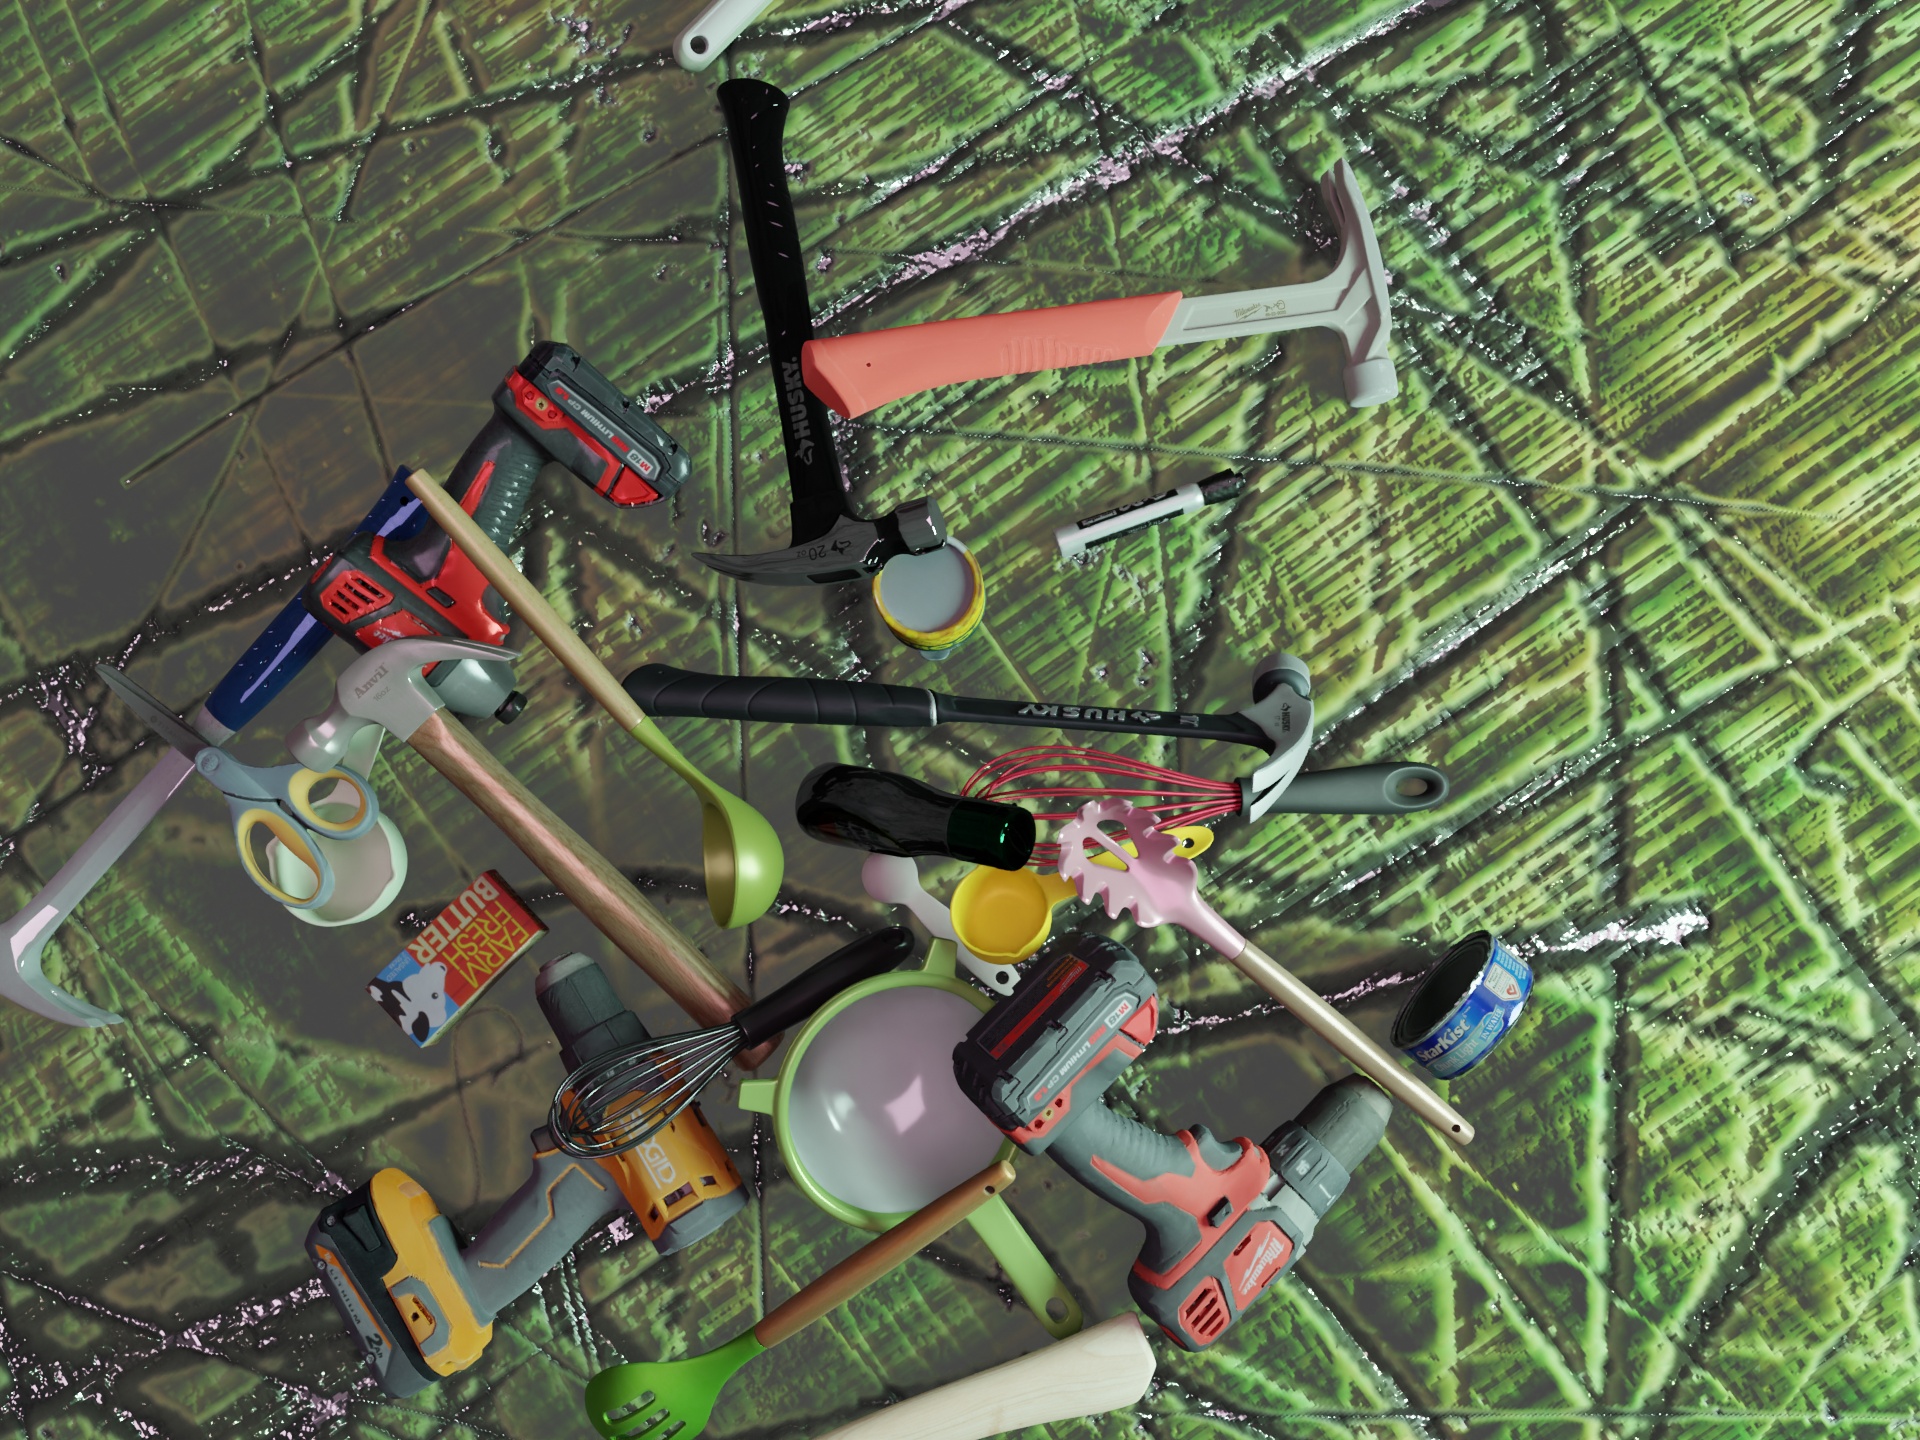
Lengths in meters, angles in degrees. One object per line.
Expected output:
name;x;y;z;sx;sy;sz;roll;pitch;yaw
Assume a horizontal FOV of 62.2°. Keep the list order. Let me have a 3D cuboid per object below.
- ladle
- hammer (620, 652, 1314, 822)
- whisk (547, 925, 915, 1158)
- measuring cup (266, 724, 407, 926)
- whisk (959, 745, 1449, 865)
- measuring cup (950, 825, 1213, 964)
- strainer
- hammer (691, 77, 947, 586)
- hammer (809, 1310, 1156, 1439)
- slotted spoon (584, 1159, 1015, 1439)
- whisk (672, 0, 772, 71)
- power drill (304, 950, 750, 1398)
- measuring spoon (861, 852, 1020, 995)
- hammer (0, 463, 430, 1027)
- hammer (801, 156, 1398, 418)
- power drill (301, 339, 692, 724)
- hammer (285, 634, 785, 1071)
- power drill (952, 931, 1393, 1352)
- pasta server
ladle;-0.214;-0.010;0.917;0.062;0.078;0.320;-44;103;-19
hammer;-0.001;-0.003;0.930;0.409;0.149;0.036;3;118;9
whisk;-0.126;0.178;0.916;0.239;0.055;0.055;-27;85;-25
measuring cup;-0.367;0.043;0.976;0.083;0.038;0.168;12;82;4
whisk;0.146;0.046;0.944;0.296;0.073;0.073;-3;86;-4
measuring cup;0.071;0.095;0.907;0.156;0.029;0.062;-19;60;-2
strainer;-0.009;0.257;0.938;0.151;0.069;0.256;-36;103;-10
hammer;-0.109;-0.239;0.959;0.146;0.035;0.335;-15;75;12
hammer;-0.088;0.420;0.904;0.410;0.038;0.146;-23;101;0
slotted spoon;-0.094;0.335;0.902;0.313;0.031;0.070;-37;107;14
whisk;-0.089;-0.499;0.998;0.246;0.059;0.057;-44;113;3
power drill;-0.263;0.262;0.935;0.226;0.084;0.185;-31;83;-4
measuring spoon;-0.010;0.124;0.961;0.124;0.018;0.034;42;88;4
hammer;-0.459;0.010;0.981;0.144;0.035;0.405;42;89;5
hammer;0.084;-0.237;0.930;0.359;0.037;0.149;-11;87;-14
power drill;-0.267;-0.107;0.950;0.143;0.079;0.219;42;92;-20
hammer;-0.228;0.081;0.932;0.130;0.031;0.331;-43;99;7
power drill;0.127;0.221;0.898;0.188;0.080;0.226;-44;105;-9
pasta server;0.176;0.146;0.887;0.316;0.040;0.060;39;95;-12
